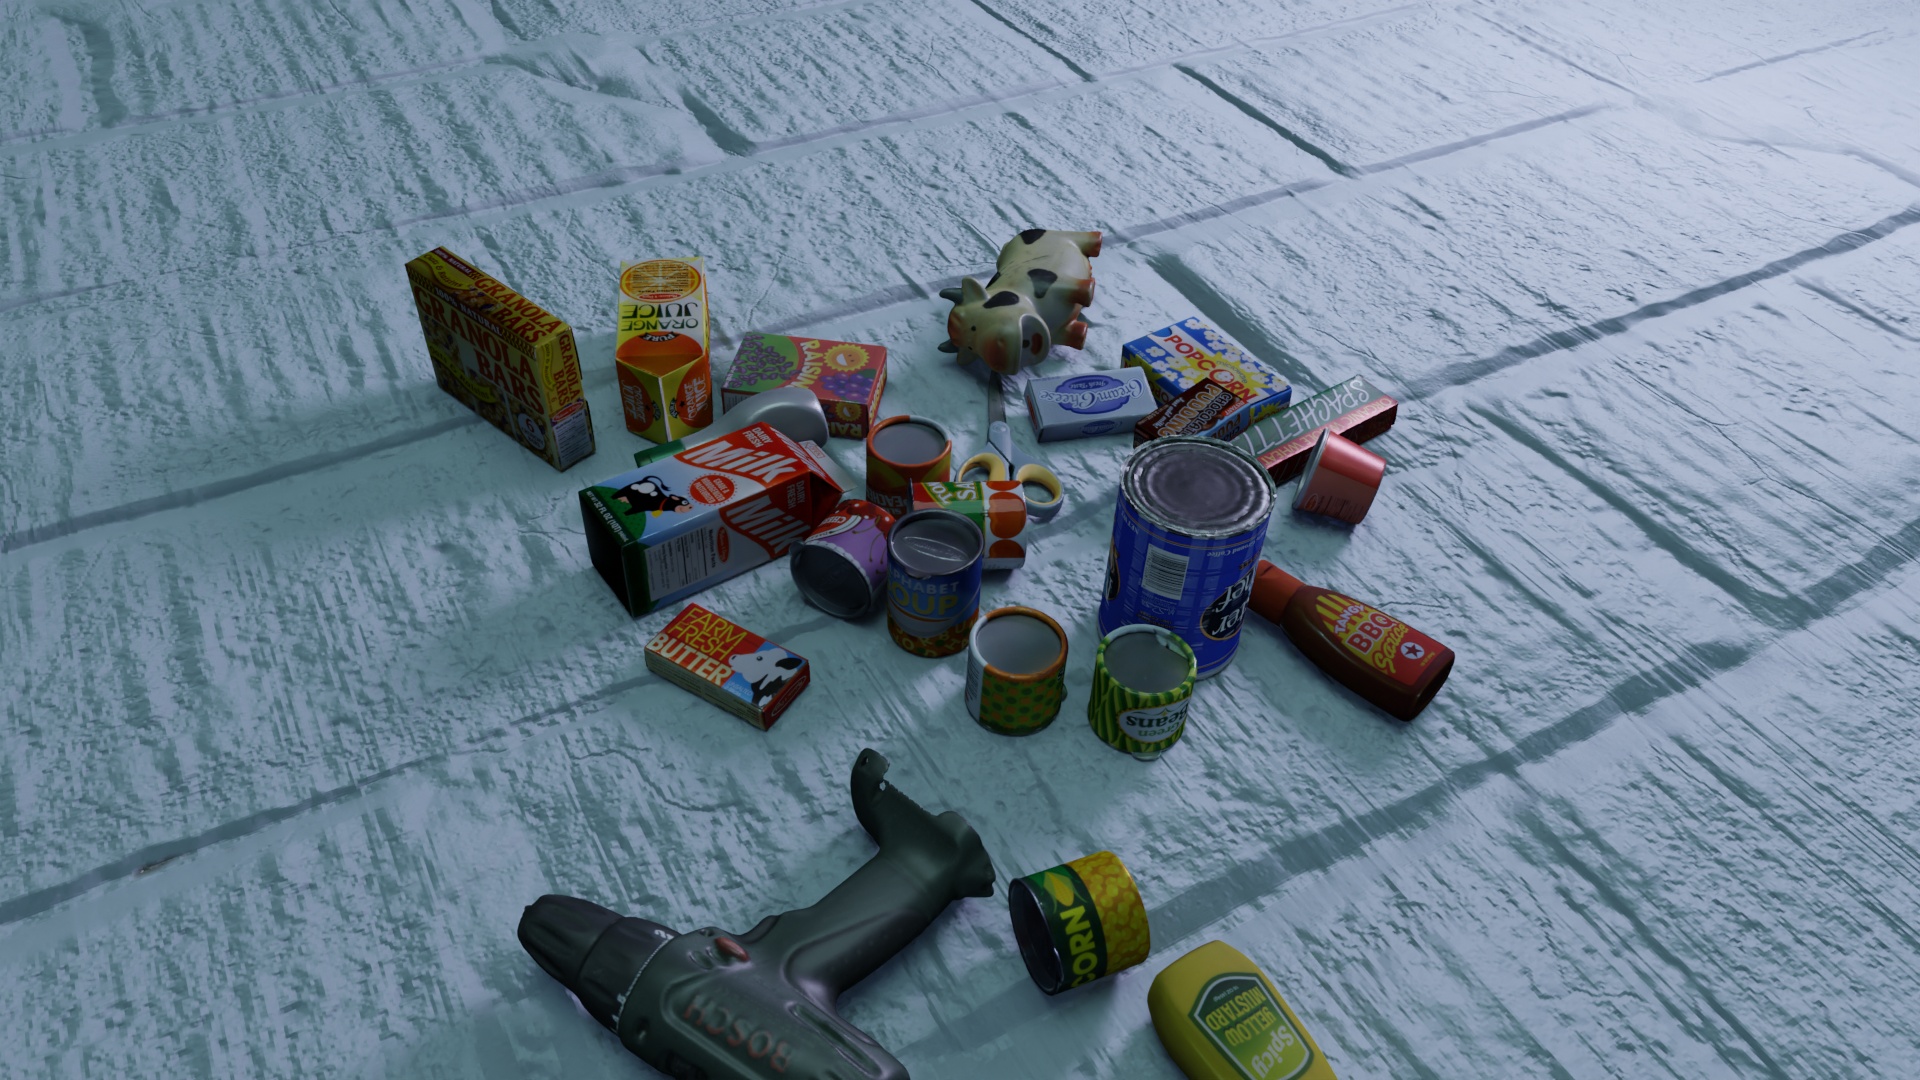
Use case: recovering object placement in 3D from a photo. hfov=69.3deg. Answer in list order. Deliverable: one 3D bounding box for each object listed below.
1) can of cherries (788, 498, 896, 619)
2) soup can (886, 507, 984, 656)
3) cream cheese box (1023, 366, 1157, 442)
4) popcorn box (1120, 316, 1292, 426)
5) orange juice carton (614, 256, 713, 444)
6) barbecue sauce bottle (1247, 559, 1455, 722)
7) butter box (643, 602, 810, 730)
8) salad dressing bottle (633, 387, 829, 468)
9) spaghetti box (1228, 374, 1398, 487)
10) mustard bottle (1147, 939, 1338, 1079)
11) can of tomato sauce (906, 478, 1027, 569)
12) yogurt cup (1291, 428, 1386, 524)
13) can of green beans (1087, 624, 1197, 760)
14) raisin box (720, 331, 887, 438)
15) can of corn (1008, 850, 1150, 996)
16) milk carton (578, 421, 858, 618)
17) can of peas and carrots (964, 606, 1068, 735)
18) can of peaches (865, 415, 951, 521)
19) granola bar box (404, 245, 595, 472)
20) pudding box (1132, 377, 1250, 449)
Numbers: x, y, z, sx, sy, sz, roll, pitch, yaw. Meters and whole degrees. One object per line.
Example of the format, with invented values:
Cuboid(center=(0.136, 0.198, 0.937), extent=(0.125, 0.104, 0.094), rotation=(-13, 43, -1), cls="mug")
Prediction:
Cuboid(center=(-0.080, 0.011, 0.989), extent=(0.071, 0.071, 0.059), rotation=(21, 45, 18), cls="can of cherries")
Cuboid(center=(-0.020, 0.031, 0.961), extent=(0.071, 0.083, 0.072), rotation=(2, 43, -1), cls="soup can")
Cuboid(center=(0.109, -0.114, 1.163), extent=(0.104, 0.024, 0.053), rotation=(-7, 58, -11), cls="cream cheese box")
Cuboid(center=(0.208, -0.135, 1.190), extent=(0.085, 0.038, 0.127), rotation=(-24, 50, -25), cls="popcorn box")
Cuboid(center=(-0.246, -0.156, 1.158), extent=(0.073, 0.071, 0.193), rotation=(-4, 43, -8), cls="orange juice carton")
Cuboid(center=(0.265, 0.065, 0.973), extent=(0.149, 0.043, 0.065), rotation=(33, 50, 29), cls="barbecue sauce bottle")
Cuboid(center=(-0.158, 0.084, 0.938), extent=(0.103, 0.024, 0.053), rotation=(24, 47, 21), cls="butter box")
Cuboid(center=(-0.179, -0.075, 1.085), extent=(0.148, 0.064, 0.044), rotation=(-20, 39, -14), cls="salad dressing bottle")
Cuboid(center=(0.257, -0.074, 1.133), extent=(0.251, 0.028, 0.050), rotation=(-25, 50, -27), cls="spaghetti box")
Cuboid(center=(0.165, 0.285, 0.723), extent=(0.065, 0.048, 0.161), rotation=(-23, 49, -24), cls="mustard bottle")
Cuboid(center=(0.004, -0.013, 1.020), extent=(0.083, 0.070, 0.071), rotation=(-1, 43, -6), cls="can of tomato sauce")
Cuboid(center=(0.296, -0.047, 1.083), extent=(0.054, 0.072, 0.073), rotation=(23, 45, 9), cls="yogurt cup")
Cuboid(center=(0.120, 0.098, 0.917), extent=(0.071, 0.057, 0.071), rotation=(2, 43, -2), cls="can of green beans")
Cuboid(center=(-0.129, -0.130, 1.162), extent=(0.123, 0.039, 0.086), rotation=(6, 42, 5), cls="raisin box")
Cuboid(center=(0.067, 0.215, 0.779), extent=(0.058, 0.070, 0.071), rotation=(-13, 45, -18), cls="can of corn")
Cuboid(center=(-0.173, -0.025, 1.019), extent=(0.191, 0.073, 0.072), rotation=(-24, 49, -27), cls="milk carton")
Cuboid(center=(0.039, 0.086, 0.924), extent=(0.071, 0.058, 0.071), rotation=(2, 43, -2), cls="can of peas and carrots")
Cuboid(center=(-0.042, -0.054, 1.071), extent=(0.071, 0.057, 0.071), rotation=(2, 42, -2), cls="can of peaches")
Cuboid(center=(-0.363, -0.145, 1.100), extent=(0.166, 0.123, 0.039), rotation=(31, 51, 27), cls="granola bar box")
Cuboid(center=(0.183, -0.089, 1.095), extent=(0.084, 0.030, 0.050), rotation=(-33, 52, -24), cls="pudding box")
